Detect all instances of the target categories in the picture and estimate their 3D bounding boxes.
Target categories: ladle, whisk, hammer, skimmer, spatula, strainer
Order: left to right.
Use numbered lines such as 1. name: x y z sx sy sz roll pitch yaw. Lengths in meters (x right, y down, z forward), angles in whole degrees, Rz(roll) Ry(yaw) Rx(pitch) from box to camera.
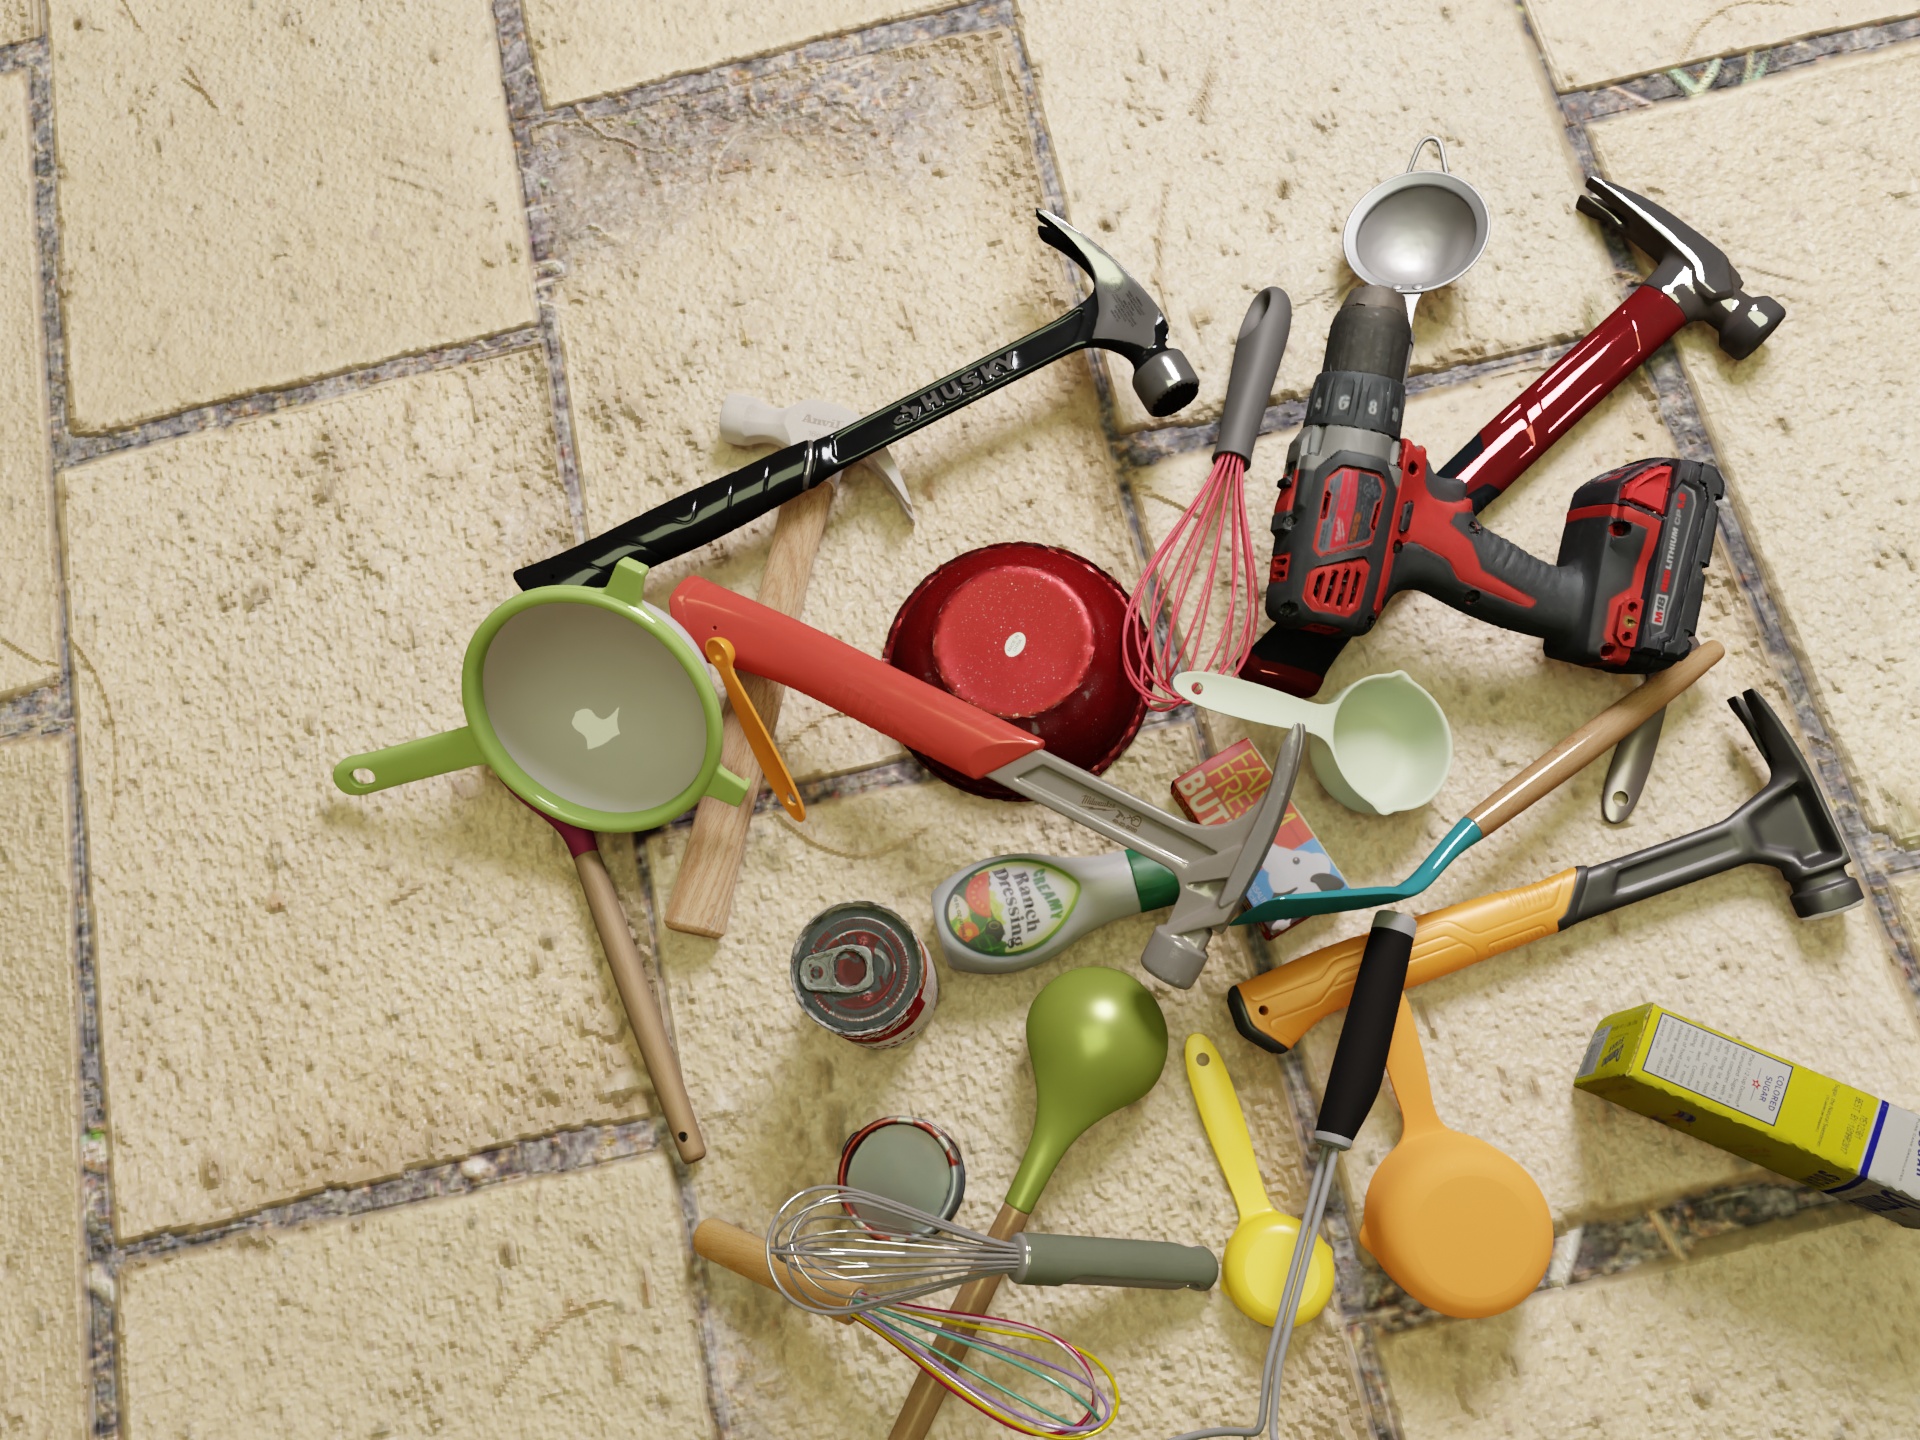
1. strainer: -0.243 -0.005 0.909 0.256 0.069 0.151 -14 114 21
2. hammer: -0.113 -0.035 0.938 0.130 0.031 0.331 10 75 8
3. hammer: -0.074 -0.164 0.937 0.409 0.036 0.149 -26 72 -2
4. whisk: -0.032 0.302 0.803 0.245 0.051 0.047 14 62 27
5. hammer: -0.001 -0.003 0.861 0.359 0.036 0.149 27 96 17
6. ladle: 0.019 0.278 0.836 0.078 0.062 0.320 26 84 6
7. whisk: 0.021 0.266 0.785 0.246 0.057 0.059 11 62 -22
8. whisk: 0.154 -0.135 0.926 0.073 0.073 0.296 14 67 9
9. skimmer: 0.141 0.253 0.769 0.090 0.127 0.363 26 73 -16
10. strainer: 0.260 -0.231 0.946 0.087 0.050 0.259 7 68 22
11. hammer: 0.298 -0.160 0.936 0.386 0.038 0.143 -41 73 -7
12. spatula: 0.286 0.034 0.850 0.317 0.082 0.044 -33 79 -13
13. hammer: 0.303 0.096 0.858 0.337 0.034 0.127 -20 80 0

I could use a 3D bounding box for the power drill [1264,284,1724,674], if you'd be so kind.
1. power drill: 0.285 -0.124 0.862 0.226 0.080 0.188 11 91 -6

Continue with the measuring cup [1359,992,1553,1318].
1. measuring cup: 0.242 0.215 0.807 0.095 0.052 0.174 -15 85 1

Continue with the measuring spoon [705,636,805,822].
1. measuring spoon: -0.111 0.005 0.886 0.011 0.021 0.117 -36 109 -37

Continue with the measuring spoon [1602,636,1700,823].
1. measuring spoon: 0.386 0.000 0.891 0.034 0.018 0.124 22 77 10

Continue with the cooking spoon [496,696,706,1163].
1. cooking spoon: -0.207 0.101 0.913 0.069 0.017 0.319 -24 73 -1

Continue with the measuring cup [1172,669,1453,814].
1. measuring cup: 0.187 0.004 0.872 0.167 0.038 0.083 15 74 -12

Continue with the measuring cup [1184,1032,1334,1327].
1. measuring cup: 0.150 0.239 0.834 0.062 0.029 0.157 -18 75 -1
